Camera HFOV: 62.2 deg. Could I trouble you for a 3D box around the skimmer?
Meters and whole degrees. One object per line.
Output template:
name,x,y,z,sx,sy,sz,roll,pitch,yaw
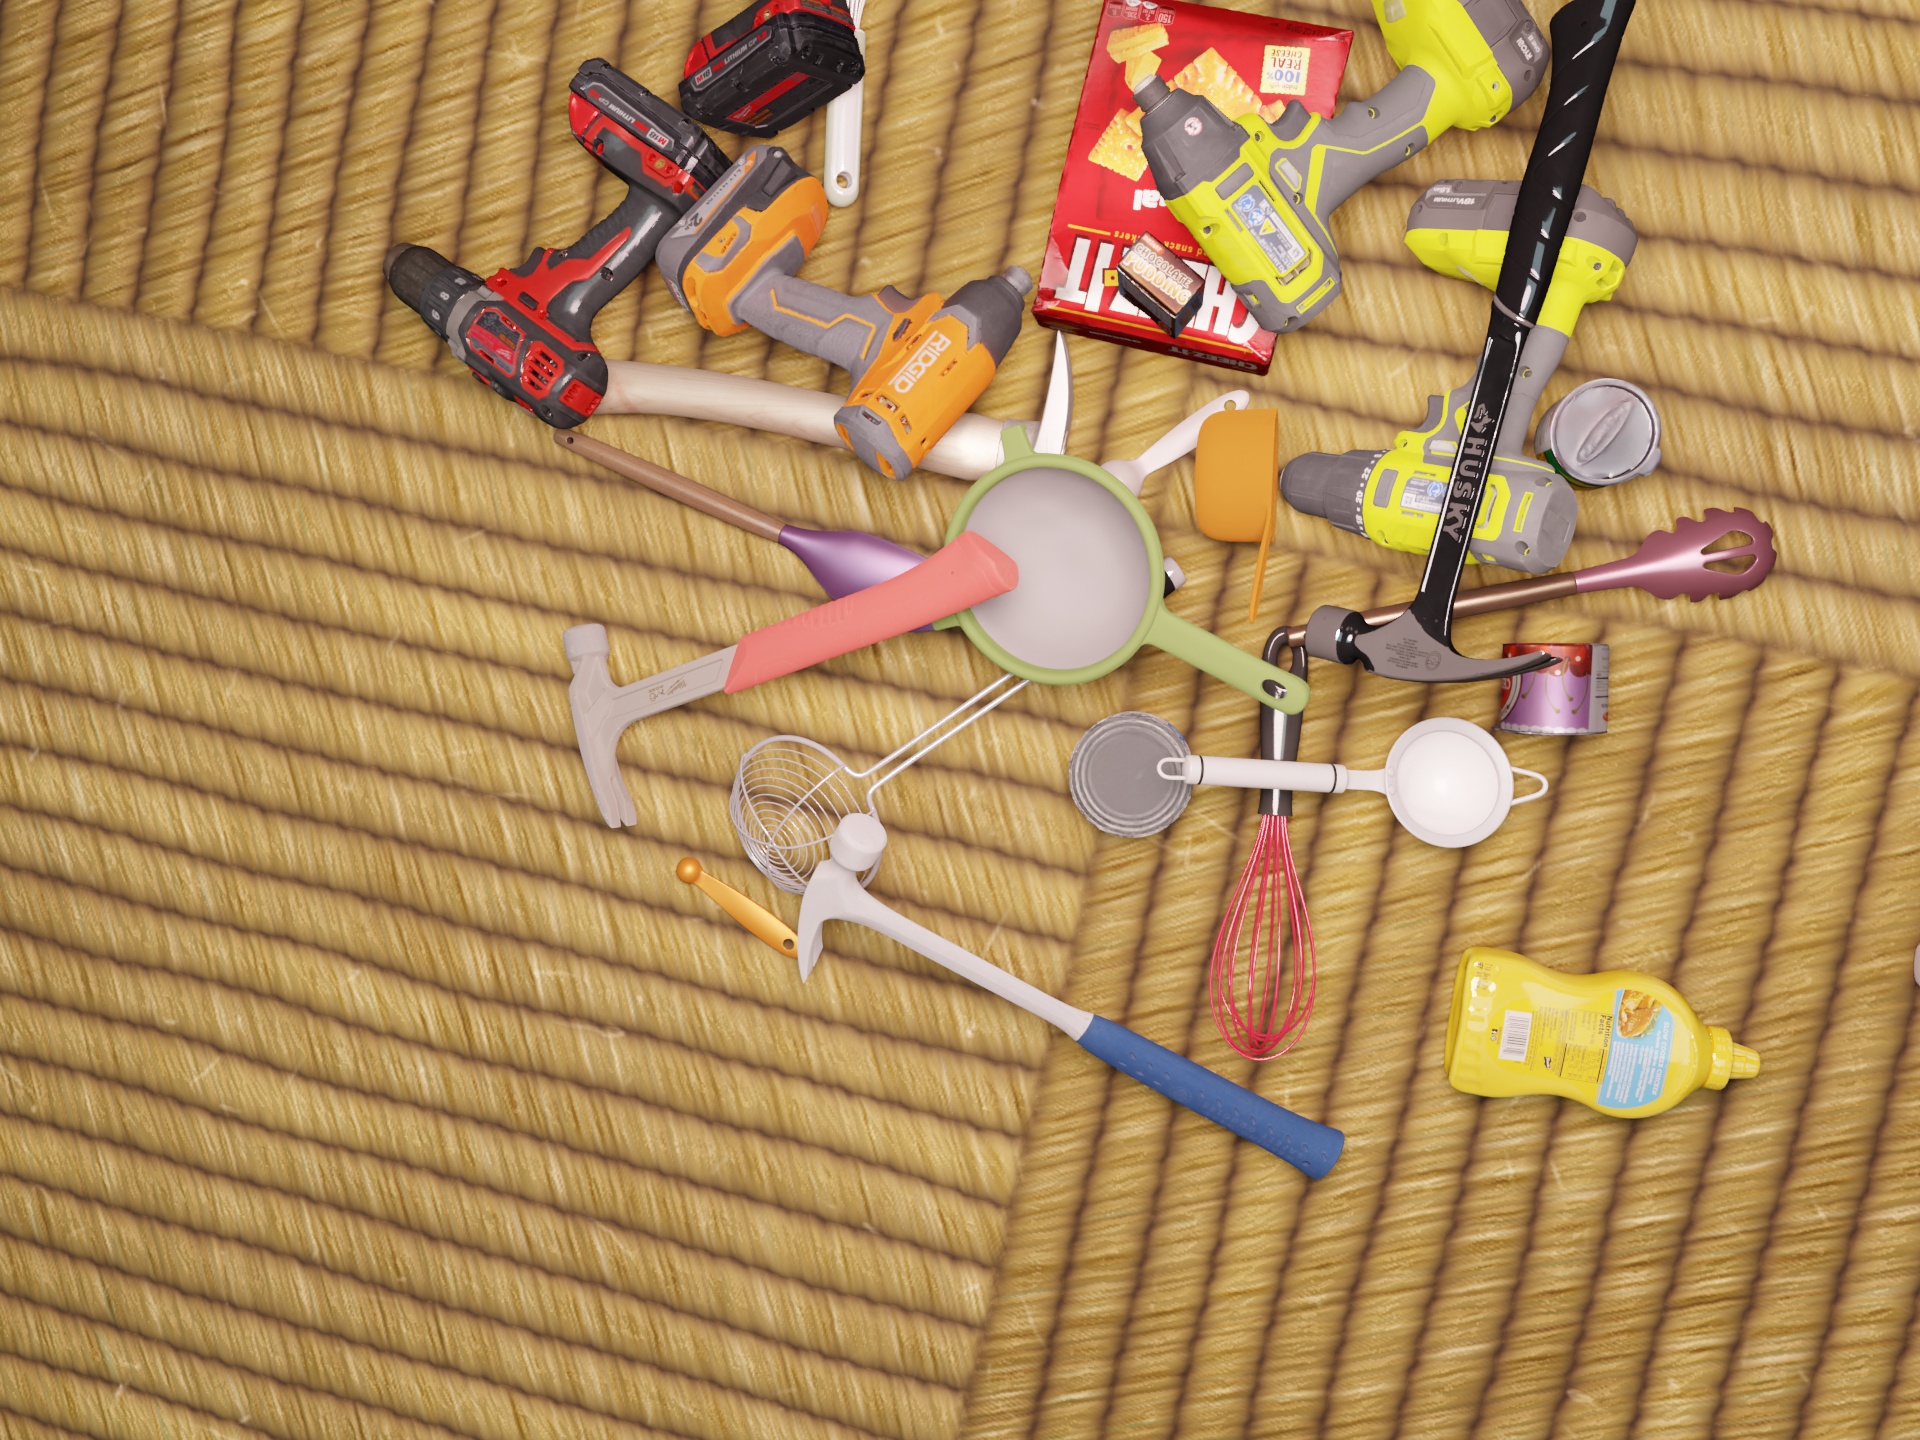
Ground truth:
skimmer,-0.002,-0.004,1.120,0.363,0.090,0.127,-34,92,0

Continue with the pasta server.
pasta server,0.373,-0.085,1.043,0.316,0.040,0.060,-11,93,10

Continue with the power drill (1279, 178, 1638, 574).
power drill,0.312,-0.216,1.005,0.191,0.080,0.228,20,95,42

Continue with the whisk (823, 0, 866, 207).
whisk,-0.076,-0.479,1.088,0.057,0.059,0.246,0,100,-18

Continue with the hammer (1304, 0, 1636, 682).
hammer,0.321,-0.218,0.925,0.149,0.036,0.409,18,96,39

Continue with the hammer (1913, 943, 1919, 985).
hammer,0.678,0.008,1.002,0.127,0.034,0.337,0,94,11

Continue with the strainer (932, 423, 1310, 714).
strainer,0.114,-0.078,1.030,0.256,0.069,0.151,29,116,13

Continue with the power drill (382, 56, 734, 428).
power drill,-0.282,-0.337,1.102,0.188,0.080,0.226,37,94,14

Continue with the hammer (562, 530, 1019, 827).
hammer,-0.121,-0.039,1.081,0.359,0.036,0.149,-17,84,27

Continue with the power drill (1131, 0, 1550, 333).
power drill,0.224,-0.370,0.958,0.223,0.080,0.171,-42,107,1

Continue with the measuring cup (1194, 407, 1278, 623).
measuring cup,0.173,-0.129,1.021,0.052,0.095,0.174,4,52,14

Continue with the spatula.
spatula,-0.151,-0.142,1.140,0.316,0.018,0.060,25,99,6

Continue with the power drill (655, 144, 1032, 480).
power drill,-0.071,-0.283,1.060,0.226,0.084,0.164,39,82,15

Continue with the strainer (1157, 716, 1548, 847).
strainer,0.254,0.038,1.047,0.258,0.050,0.087,4,79,-8

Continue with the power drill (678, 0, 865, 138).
power drill,-0.150,-0.518,1.069,0.143,0.078,0.220,-14,86,38

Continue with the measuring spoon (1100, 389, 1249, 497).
measuring spoon,0.144,-0.188,1.086,0.124,0.018,0.034,-34,88,10

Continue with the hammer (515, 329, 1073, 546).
hammer,-0.126,-0.228,1.120,0.410,0.038,0.146,11,95,9

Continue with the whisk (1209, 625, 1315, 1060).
whisk,0.211,0.083,1.079,0.073,0.073,0.296,4,89,9

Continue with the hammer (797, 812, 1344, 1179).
hammer,0.073,0.208,1.093,0.405,0.035,0.144,28,128,-2

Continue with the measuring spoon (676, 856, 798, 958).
measuring spoon,-0.161,0.139,1.167,0.117,0.011,0.021,35,99,5
